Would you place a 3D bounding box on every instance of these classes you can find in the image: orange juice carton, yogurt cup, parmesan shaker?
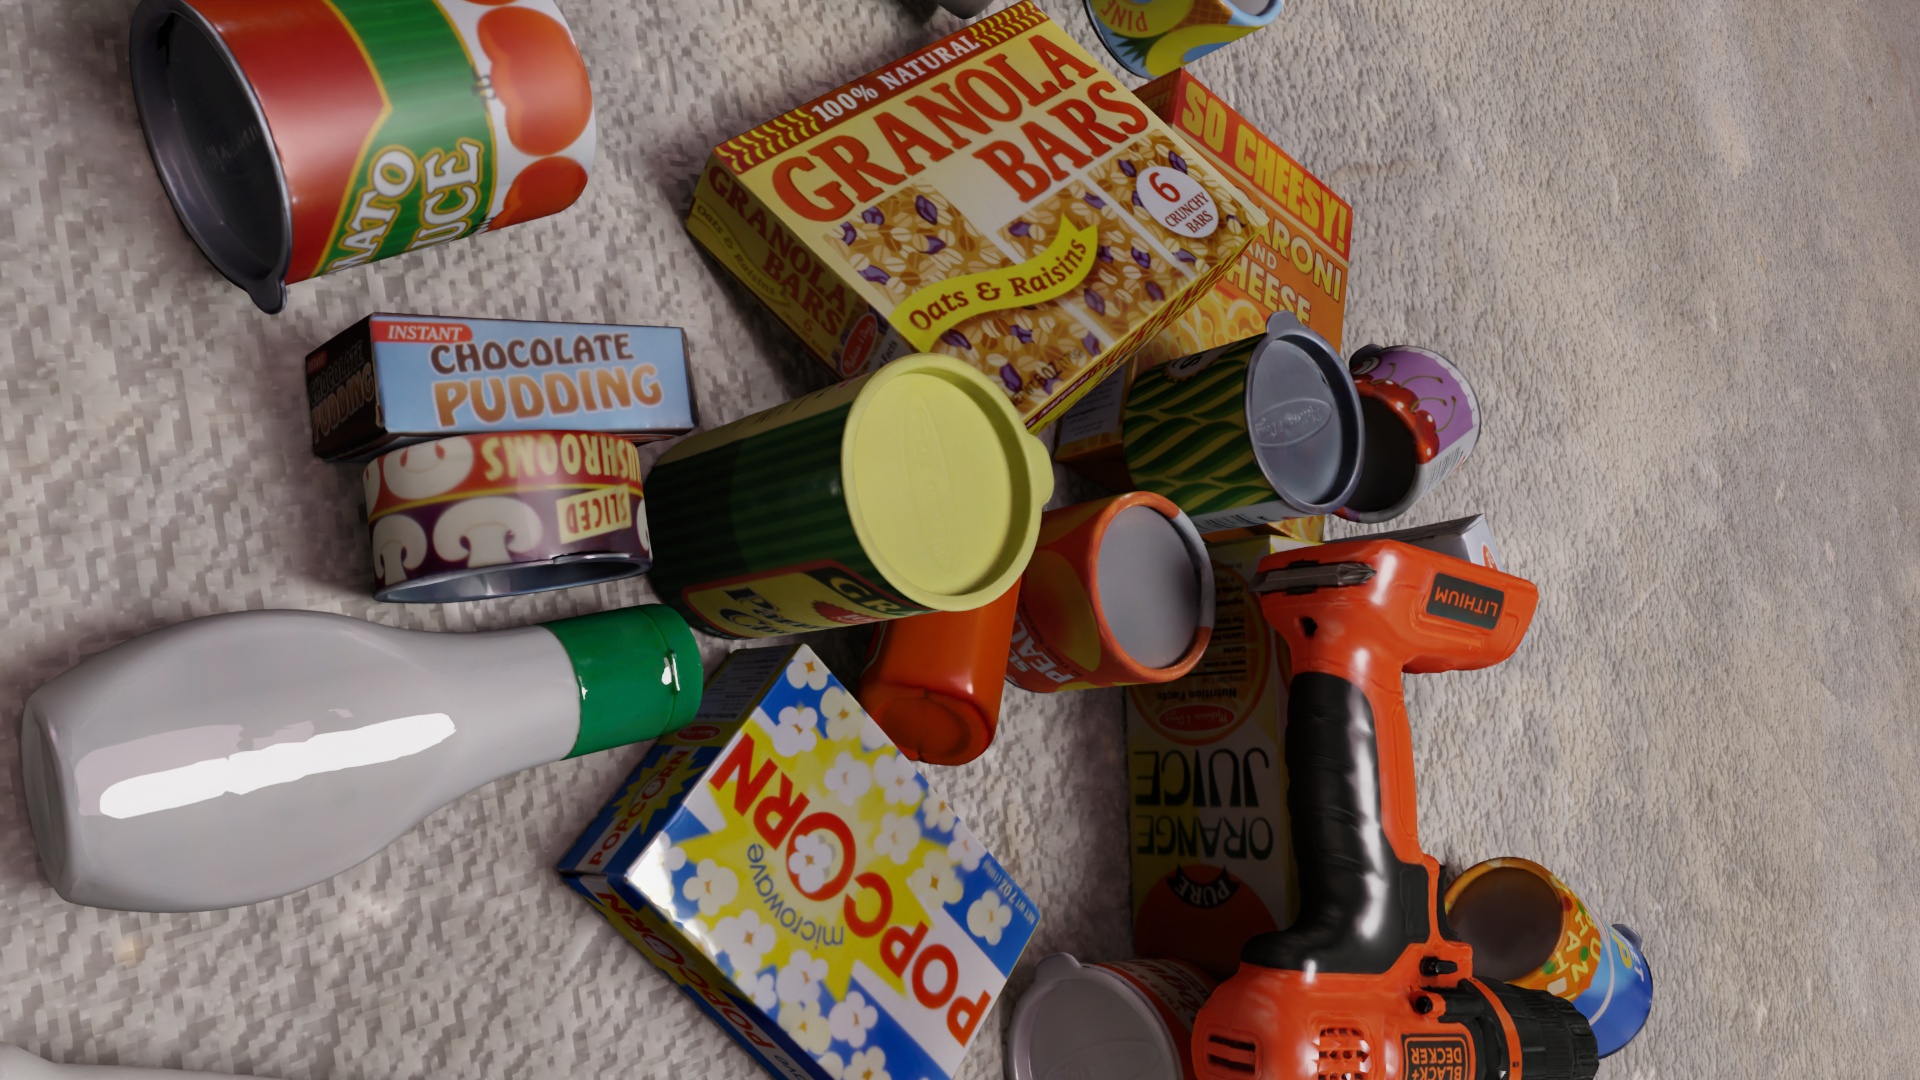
[{"bbox_3d":[0.113,0.100,0.519,0.072,0.073,0.193,8,77,-41],"label":"orange juice carton"},{"bbox_3d":[0.057,0.171,0.463,0.054,0.072,0.072,4,79,-50],"label":"yogurt cup"},{"bbox_3d":[-0.034,-0.008,0.389,0.071,0.103,0.071,9,76,-40],"label":"parmesan shaker"}]

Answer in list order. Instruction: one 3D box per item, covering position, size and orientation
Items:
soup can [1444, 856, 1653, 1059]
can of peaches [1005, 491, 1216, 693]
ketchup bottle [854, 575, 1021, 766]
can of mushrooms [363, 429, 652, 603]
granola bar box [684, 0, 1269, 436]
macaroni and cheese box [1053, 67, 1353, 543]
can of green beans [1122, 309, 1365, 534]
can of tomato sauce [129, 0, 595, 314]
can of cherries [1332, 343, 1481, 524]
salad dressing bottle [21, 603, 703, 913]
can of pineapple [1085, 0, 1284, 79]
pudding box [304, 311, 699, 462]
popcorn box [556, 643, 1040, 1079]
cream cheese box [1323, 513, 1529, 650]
[{"bbox_3d":[0.272,0.192,0.645,0.083,0.071,0.071,39,58,-29],"label":"soup can"},{"bbox_3d":[0.046,0.020,0.486,0.071,0.058,0.071,10,75,-41],"label":"can of peaches"},{"bbox_3d":[0.002,-0.006,0.453,0.043,0.064,0.149,11,60,2],"label":"ketchup bottle"},{"bbox_3d":[-0.110,-0.005,0.343,0.071,0.071,0.033,-3,82,-42],"label":"can of mushrooms"},{"bbox_3d":[0.012,-0.105,0.462,0.124,0.039,0.166,44,51,6],"label":"granola bar box"},{"bbox_3d":[0.105,-0.089,0.573,0.123,0.040,0.167,25,66,-35],"label":"macaroni and cheese box"},{"bbox_3d":[0.100,-0.038,0.493,0.071,0.057,0.071,8,78,-39],"label":"can of green beans"},{"bbox_3d":[-0.141,-0.101,0.337,0.083,0.071,0.071,-31,102,-42],"label":"can of tomato sauce"},{"bbox_3d":[0.188,-0.049,0.624,0.059,0.071,0.071,-31,102,-40],"label":"can of cherries"},{"bbox_3d":[-0.133,0.044,0.332,0.148,0.044,0.064,-9,91,-44],"label":"salad dressing bottle"},{"bbox_3d":[0.093,-0.235,0.580,0.071,0.057,0.071,9,76,-40],"label":"can of pineapple"},{"bbox_3d":[-0.117,-0.038,0.358,0.084,0.049,0.030,-4,86,-42],"label":"pudding box"},{"bbox_3d":[-0.041,0.104,0.404,0.126,0.038,0.085,52,53,-21],"label":"popcorn box"},{"bbox_3d":[0.173,0.024,0.568,0.024,0.103,0.053,-24,97,-38],"label":"cream cheese box"}]
